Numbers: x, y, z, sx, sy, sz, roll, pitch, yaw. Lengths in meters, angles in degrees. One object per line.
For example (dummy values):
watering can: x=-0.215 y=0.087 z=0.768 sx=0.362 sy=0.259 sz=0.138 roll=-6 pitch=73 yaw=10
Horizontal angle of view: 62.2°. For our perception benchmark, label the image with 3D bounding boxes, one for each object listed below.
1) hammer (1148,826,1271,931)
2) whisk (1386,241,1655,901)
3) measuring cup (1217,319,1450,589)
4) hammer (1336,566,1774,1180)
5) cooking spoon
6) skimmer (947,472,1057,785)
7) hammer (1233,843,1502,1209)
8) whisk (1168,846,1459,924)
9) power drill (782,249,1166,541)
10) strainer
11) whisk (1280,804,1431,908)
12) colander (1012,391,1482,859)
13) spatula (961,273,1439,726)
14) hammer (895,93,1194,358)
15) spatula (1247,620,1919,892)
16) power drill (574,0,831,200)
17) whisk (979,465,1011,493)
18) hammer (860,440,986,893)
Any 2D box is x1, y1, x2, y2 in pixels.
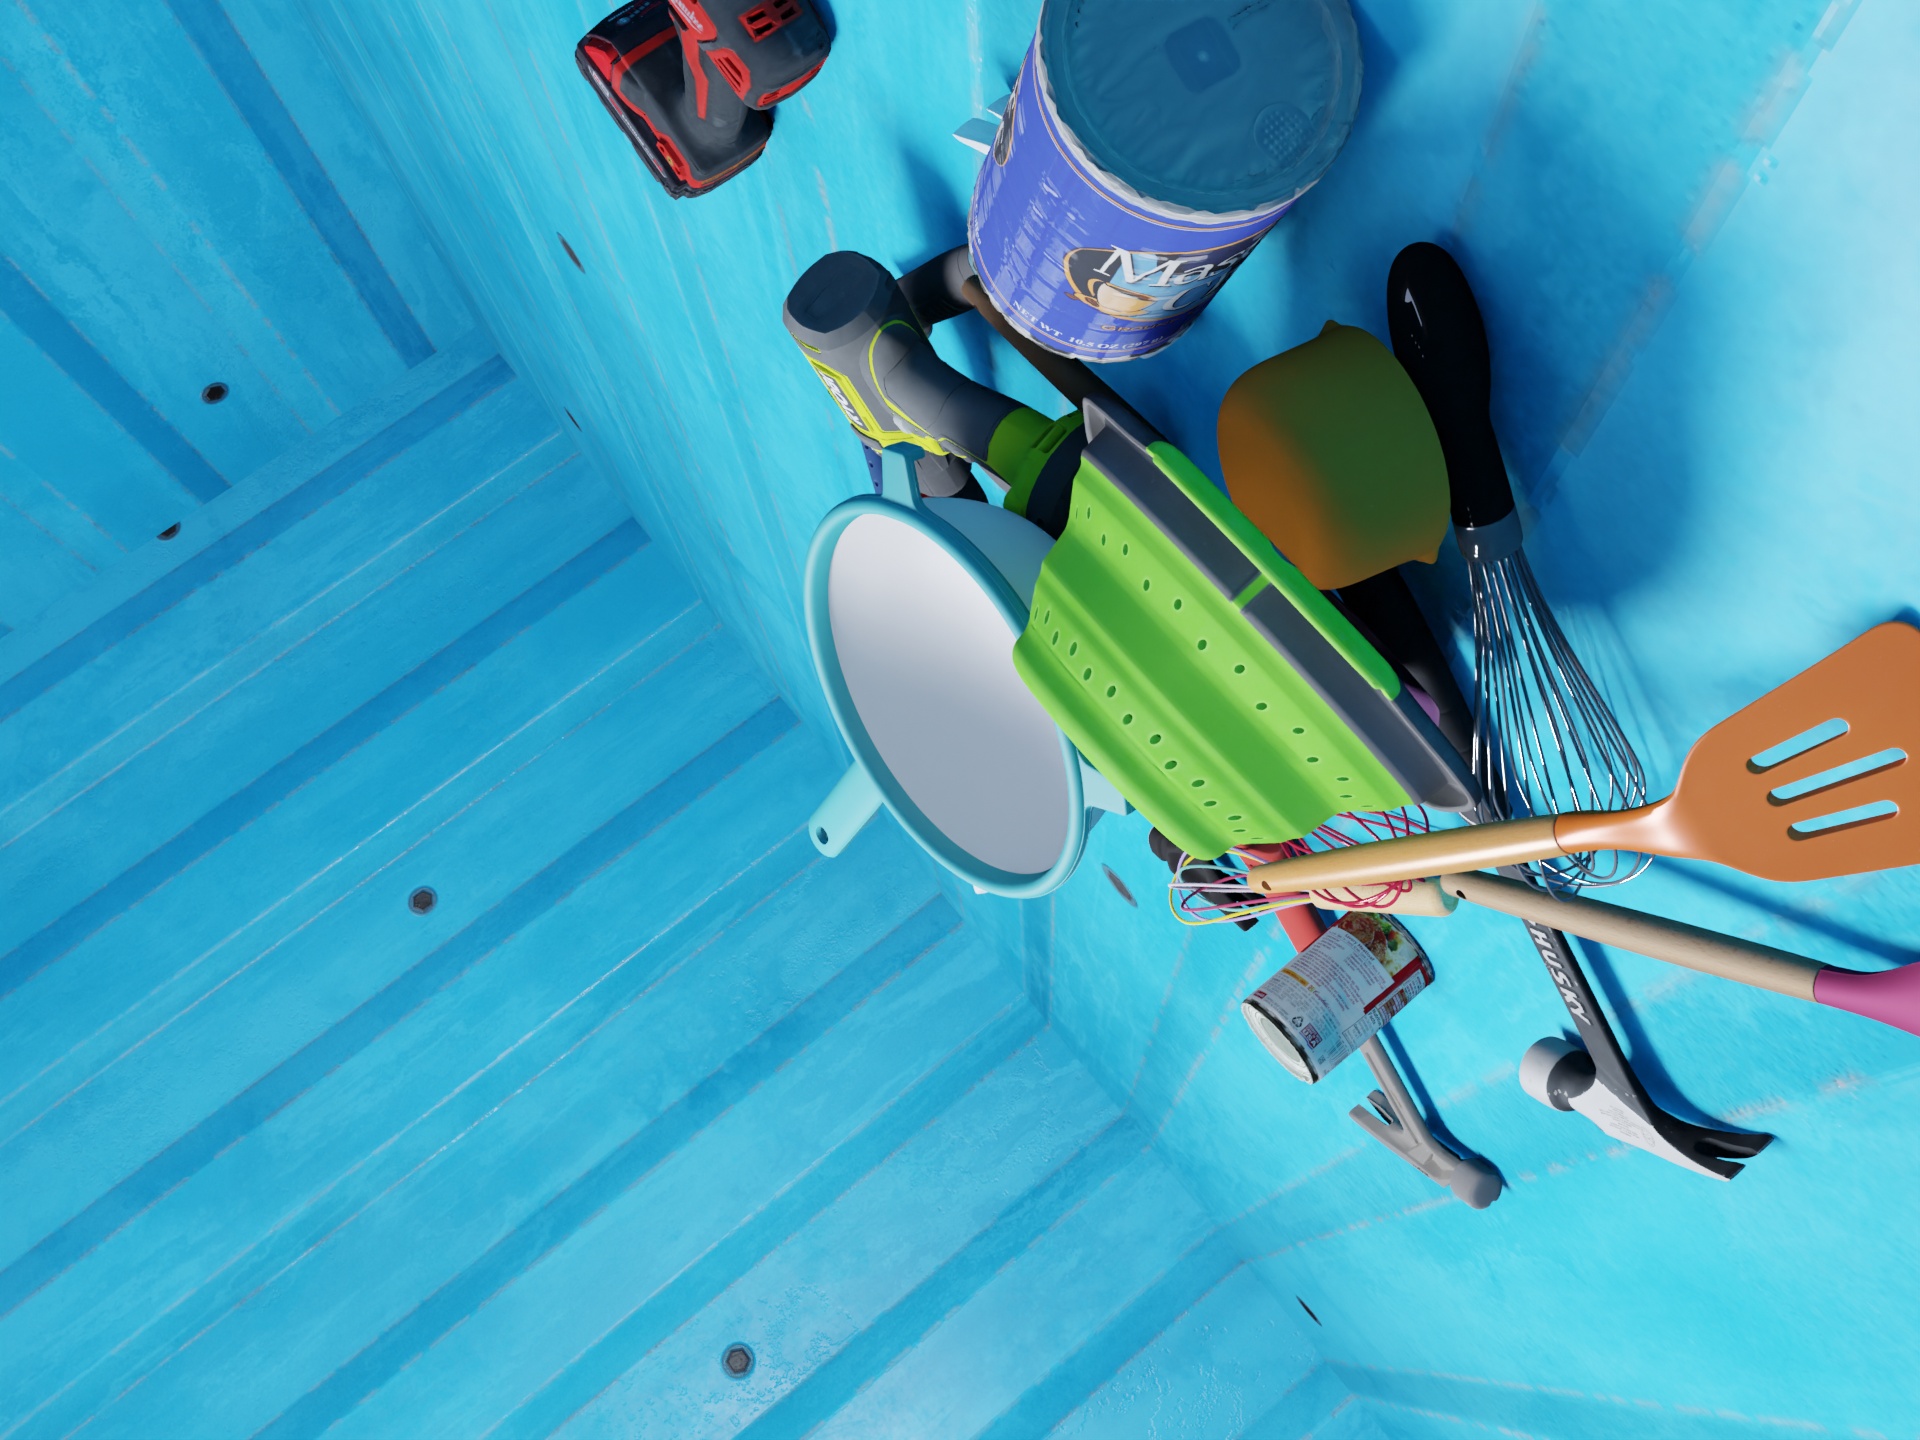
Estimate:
hammer: x=0.131 y=0.011 z=1.112 sx=0.127 sy=0.034 sz=0.336 roll=41 pitch=164 yaw=51
whisk: x=0.202 y=-0.044 z=0.590 sx=0.070 sy=0.070 sz=0.284 roll=35 pitch=154 yaw=59
measuring cup: x=0.123 y=-0.089 z=0.610 sx=0.173 sy=0.052 sz=0.095 roll=161 pitch=86 yaw=-82
hammer: x=0.254 y=0.057 z=0.744 sx=0.408 sy=0.036 sz=0.149 roll=57 pitch=167 yaw=-21
cooking spoon: x=0.304 y=0.094 z=0.604 sx=0.068 sy=0.017 sz=0.319 roll=57 pitch=161 yaw=-23
skimmer: x=0.010 y=-0.080 z=0.990 sx=0.127 sy=0.090 sz=0.364 roll=109 pitch=146 yaw=-40
hammer: x=0.267 y=0.195 z=1.127 sx=0.358 sy=0.037 sz=0.149 roll=57 pitch=168 yaw=-26
whisk: x=0.205 y=0.107 z=0.967 sx=0.051 sy=0.047 sz=0.245 roll=56 pitch=154 yaw=-15
power drill: x=0.018 y=-0.145 z=0.875 sx=0.229 sy=0.080 sz=0.190 roll=38 pitch=173 yaw=30
strainer: x=-0.001 y=-0.003 z=0.837 sx=0.211 sy=0.095 sz=0.340 roll=57 pitch=152 yaw=8
whisk: x=0.190 y=0.051 z=0.936 sx=0.073 sy=0.073 sz=0.296 roll=56 pitch=174 yaw=-15
colander: x=0.104 y=-0.014 z=0.669 sx=0.204 sy=0.094 sz=0.397 roll=48 pitch=-172 yaw=9
spatula: x=0.102 y=-0.109 z=0.721 sx=0.316 sy=0.018 sz=0.059 roll=48 pitch=180 yaw=24
hammer: x=0.011 y=-0.234 z=0.832 sx=0.128 sy=0.033 sz=0.331 roll=55 pitch=169 yaw=-16
spatula: x=0.213 y=0.040 z=0.592 sx=0.081 sy=0.041 sz=0.322 roll=56 pitch=152 yaw=-7
power drill: x=-0.163 y=-0.410 z=0.899 sx=0.188 sy=0.080 sz=0.227 roll=54 pitch=166 yaw=-10
whisk: x=0.059 y=-0.122 z=0.965 sx=0.239 sy=0.055 sz=0.055 roll=52 pitch=170 yaw=29
hammer: x=-0.028 y=-0.084 z=1.034 sx=0.144 sy=0.035 sz=0.406 roll=71 pitch=-175 yaw=-76
